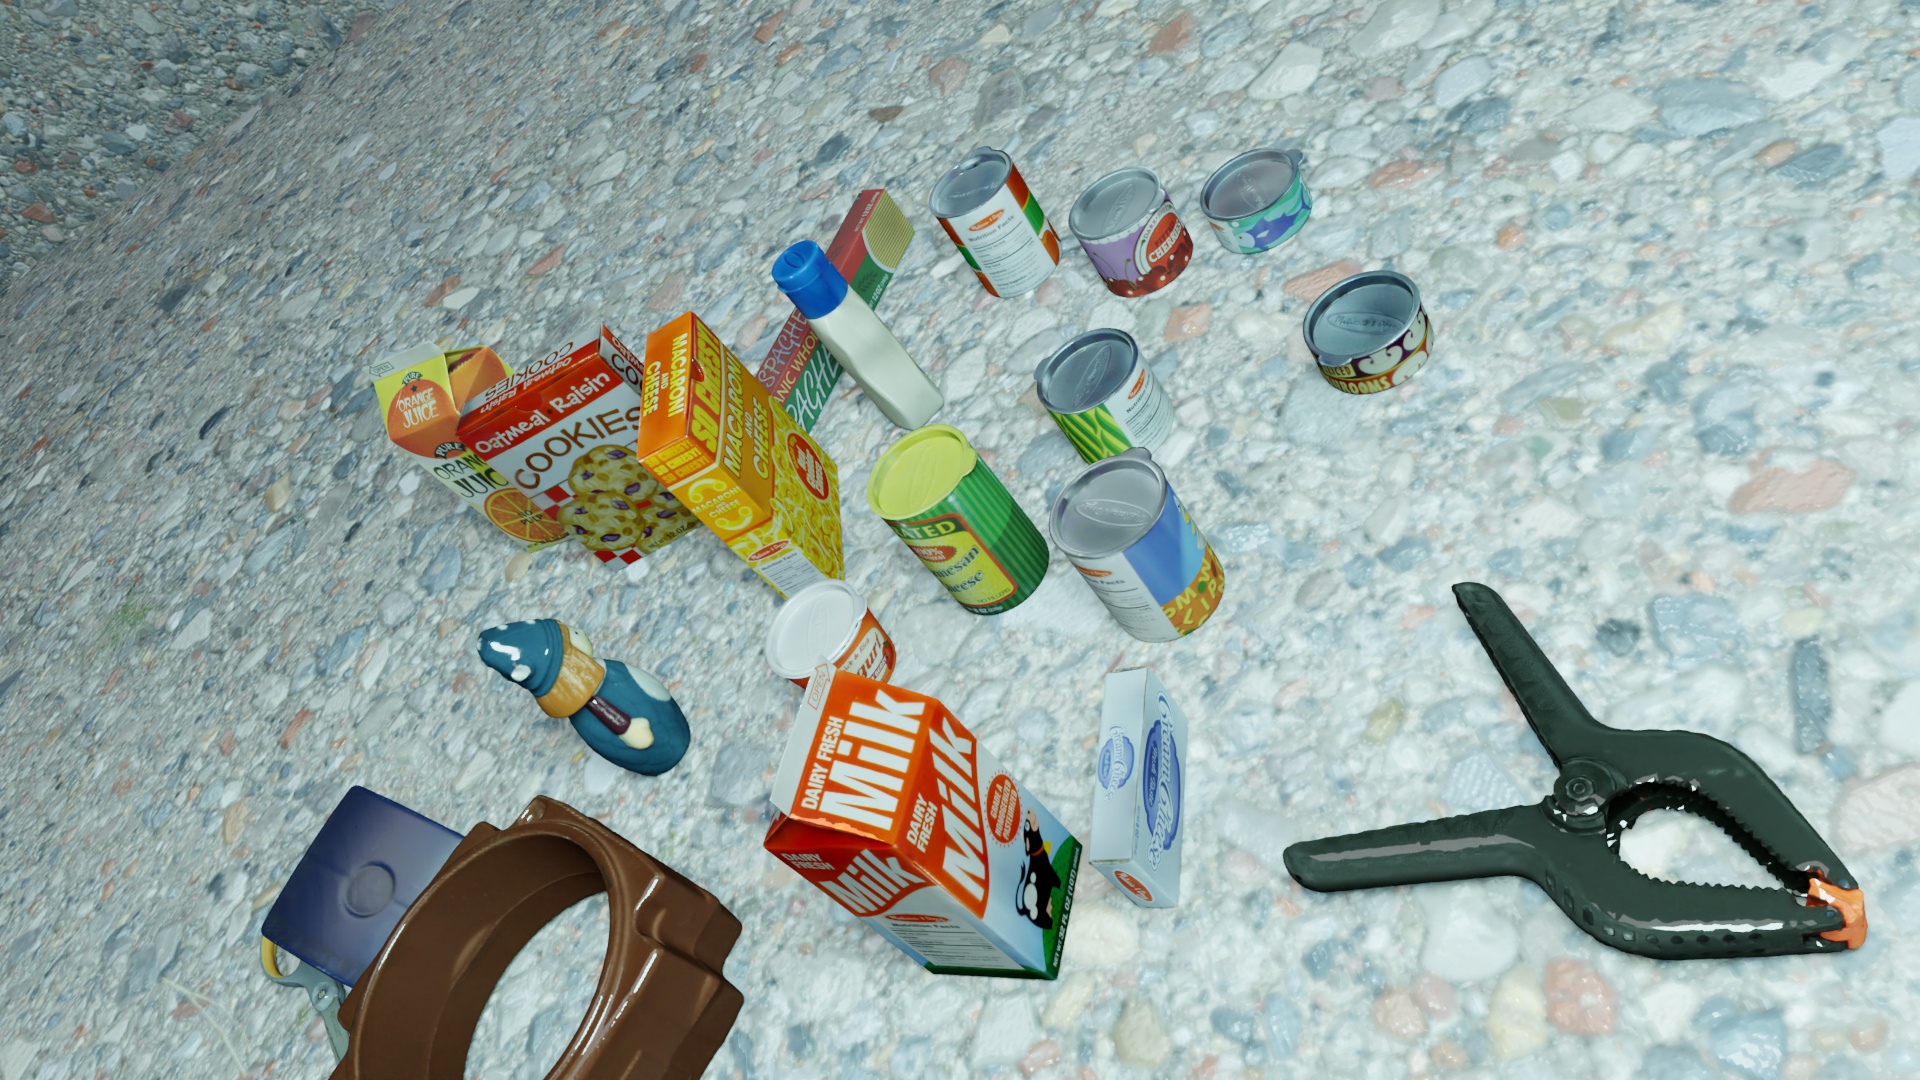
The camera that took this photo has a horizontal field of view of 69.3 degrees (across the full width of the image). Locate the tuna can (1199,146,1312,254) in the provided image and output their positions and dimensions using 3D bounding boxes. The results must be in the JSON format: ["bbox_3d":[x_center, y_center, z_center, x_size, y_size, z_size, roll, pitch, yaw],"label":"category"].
[{"bbox_3d":[0.194,-0.221,0.899,0.071,0.032,0.071,-20,45,22],"label":"tuna can"}]

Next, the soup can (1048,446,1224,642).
[{"bbox_3d":[0.096,0.003,0.736,0.071,0.083,0.072,-20,45,22],"label":"soup can"}]

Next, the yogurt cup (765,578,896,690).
[{"bbox_3d":[-0.075,0.065,0.831,0.072,0.053,0.073,-20,45,22],"label":"yogurt cup"}]

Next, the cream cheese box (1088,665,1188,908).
[{"bbox_3d":[0.087,0.118,0.666,0.024,0.053,0.104,-13,48,28],"label":"cream cheese box"}]

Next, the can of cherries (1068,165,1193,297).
[{"bbox_3d":[0.115,-0.204,0.922,0.071,0.058,0.072,-20,45,22],"label":"can of cherries"}]

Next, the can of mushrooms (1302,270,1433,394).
[{"bbox_3d":[0.228,-0.115,0.780,0.071,0.033,0.071,-20,45,22],"label":"can of mushrooms"}]

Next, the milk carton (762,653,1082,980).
[{"bbox_3d":[-0.022,0.130,0.632,0.073,0.190,0.073,-8,51,32],"label":"milk carton"}]

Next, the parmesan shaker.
[{"bbox_3d":[0.003,-0.010,0.802,0.071,0.102,0.072,-20,45,22],"label":"parmesan shaker"}]

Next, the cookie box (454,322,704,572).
[{"bbox_3d":[-0.250,-0.061,0.984,0.123,0.167,0.040,-27,43,15],"label":"cookie box"}]

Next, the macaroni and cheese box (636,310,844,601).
[{"bbox_3d":[-0.137,-0.050,0.892,0.040,0.166,0.124,-26,43,17],"label":"macaroni and cheese box"}]

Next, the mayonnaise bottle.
[{"bbox_3d":[-0.070,-0.137,0.933,0.041,0.147,0.065,-44,41,-4],"label":"mayonnaise bottle"}]

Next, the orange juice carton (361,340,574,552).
[{"bbox_3d":[-0.361,-0.080,1.063,0.071,0.192,0.073,-16,47,26],"label":"orange juice carton"}]

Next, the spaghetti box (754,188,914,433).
[{"bbox_3d":[-0.103,-0.161,1.052,0.028,0.050,0.251,1,56,38],"label":"spaghetti box"}]

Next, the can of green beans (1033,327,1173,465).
[{"bbox_3d":[0.088,-0.085,0.839,0.071,0.057,0.071,-20,45,22],"label":"can of green beans"}]

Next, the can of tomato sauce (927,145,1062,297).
[{"bbox_3d":[0.026,-0.226,0.989,0.071,0.083,0.071,-20,45,22],"label":"can of tomato sauce"}]
